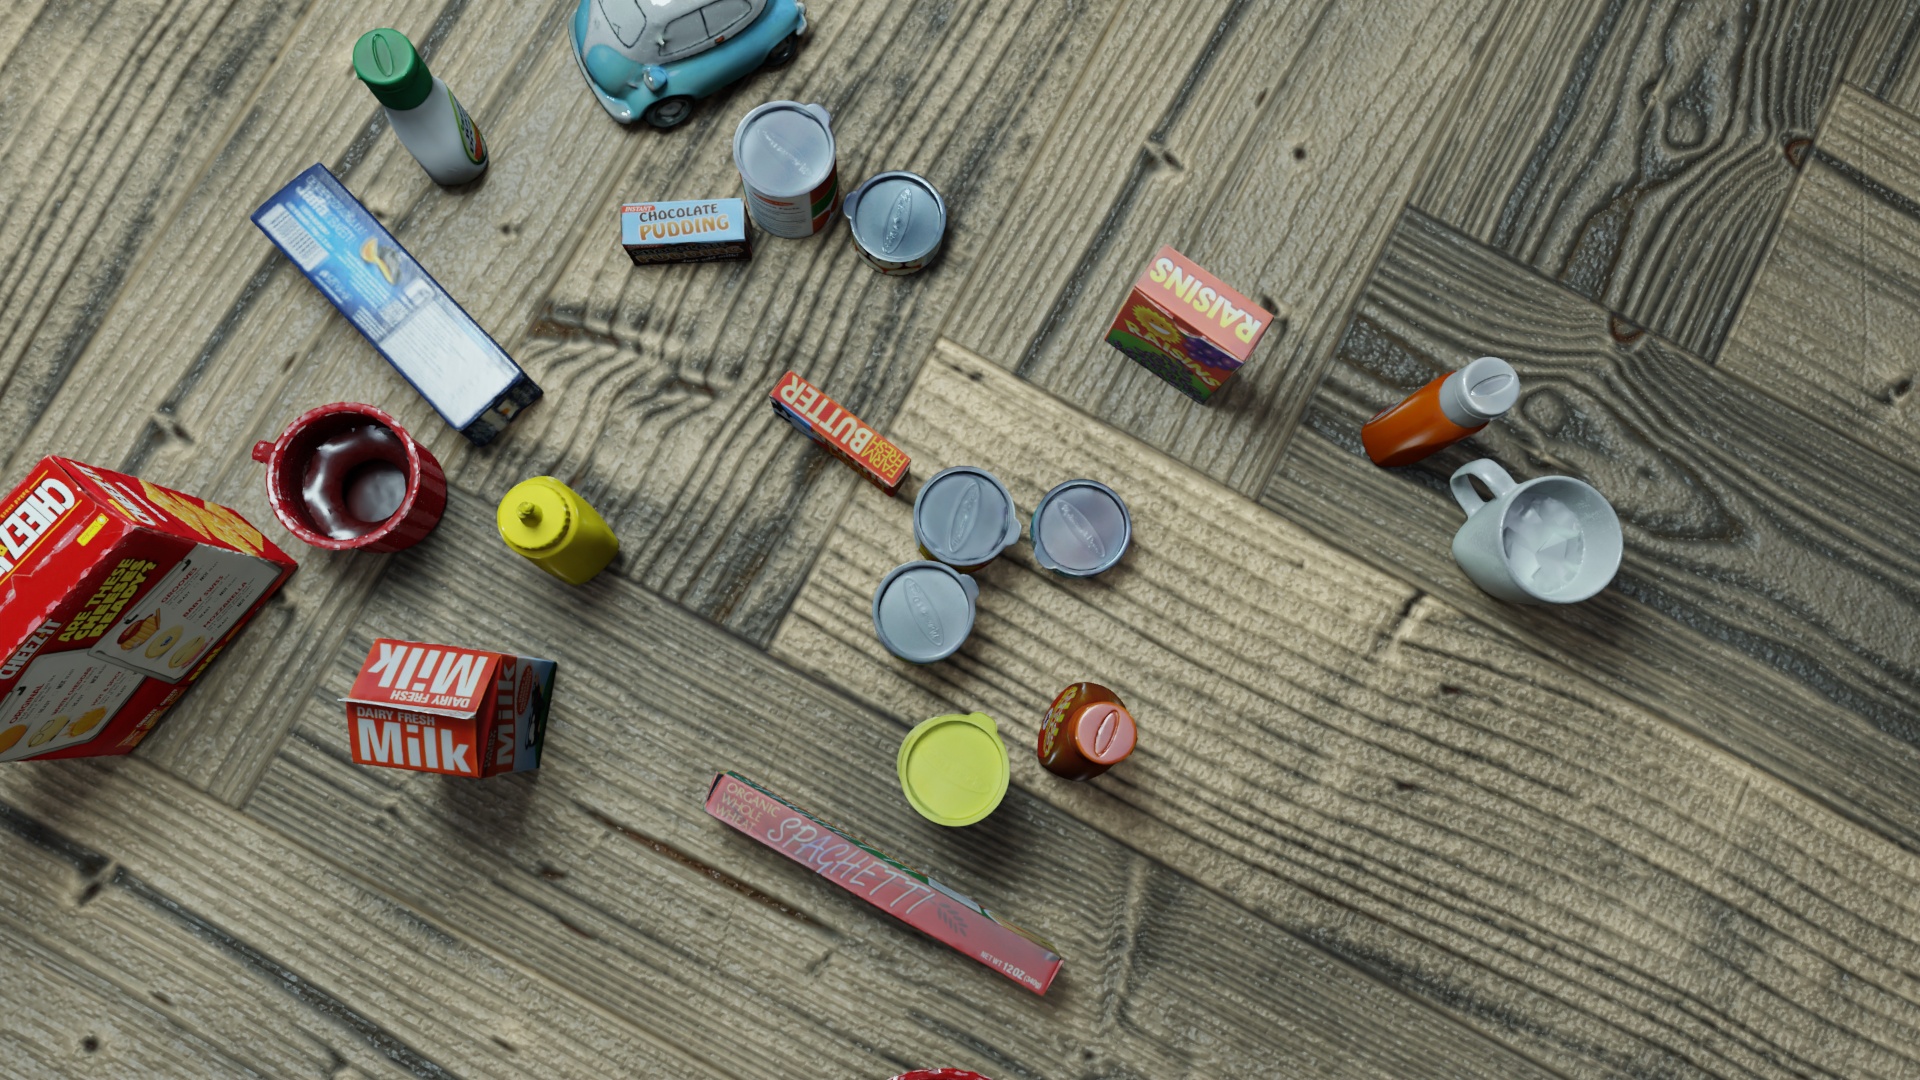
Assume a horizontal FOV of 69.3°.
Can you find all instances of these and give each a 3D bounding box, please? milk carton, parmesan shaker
[{"bbox_3d":[-0.301,0.100,0.826,0.072,0.190,0.073,8,82,-2],"label":"milk carton"},{"bbox_3d":[-0.005,0.142,0.883,0.071,0.103,0.071,0,83,-3],"label":"parmesan shaker"}]

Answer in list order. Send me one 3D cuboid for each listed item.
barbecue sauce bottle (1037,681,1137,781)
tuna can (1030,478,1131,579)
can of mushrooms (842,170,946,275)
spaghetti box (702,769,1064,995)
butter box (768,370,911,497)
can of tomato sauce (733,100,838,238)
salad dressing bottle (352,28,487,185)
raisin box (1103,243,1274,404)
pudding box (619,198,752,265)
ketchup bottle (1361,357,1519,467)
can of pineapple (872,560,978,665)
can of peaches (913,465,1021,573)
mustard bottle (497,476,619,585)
[{"bbox_3d":[0.080,0.120,0.868,0.044,0.148,0.065,24,82,0],"label":"barbecue sauce bottle"},{"bbox_3d":[0.079,-0.005,0.944,0.071,0.033,0.071,0,82,-3],"label":"tuna can"},{"bbox_3d":[-0.046,-0.221,0.965,0.071,0.033,0.071,0,82,-3],"label":"can of mushrooms"},{"bbox_3d":[-0.051,0.218,0.896,0.250,0.050,0.029,28,82,1],"label":"spaghetti box"},{"bbox_3d":[-0.080,-0.071,0.933,0.103,0.053,0.024,36,82,2],"label":"butter box"},{"bbox_3d":[-0.115,-0.251,0.940,0.071,0.083,0.071,0,83,-3],"label":"can of tomato sauce"},{"bbox_3d":[-0.348,-0.278,0.897,0.044,0.147,0.064,-17,84,-5],"label":"salad dressing bottle"},{"bbox_3d":[0.148,-0.140,0.920,0.086,0.123,0.040,35,82,1],"label":"raisin box"},{"bbox_3d":[-0.186,-0.210,0.947,0.084,0.049,0.030,-3,83,-4],"label":"pudding box"},{"bbox_3d":[0.317,-0.084,0.910,0.065,0.148,0.043,-22,85,-6],"label":"ketchup bottle"},{"bbox_3d":[-0.023,0.048,0.917,0.071,0.058,0.071,0,83,-3],"label":"can of pineapple"},{"bbox_3d":[0.003,-0.012,0.927,0.071,0.058,0.071,0,83,-3],"label":"can of peaches"},{"bbox_3d":[-0.254,-0.010,0.859,0.049,0.160,0.065,-44,87,-7],"label":"mustard bottle"}]
